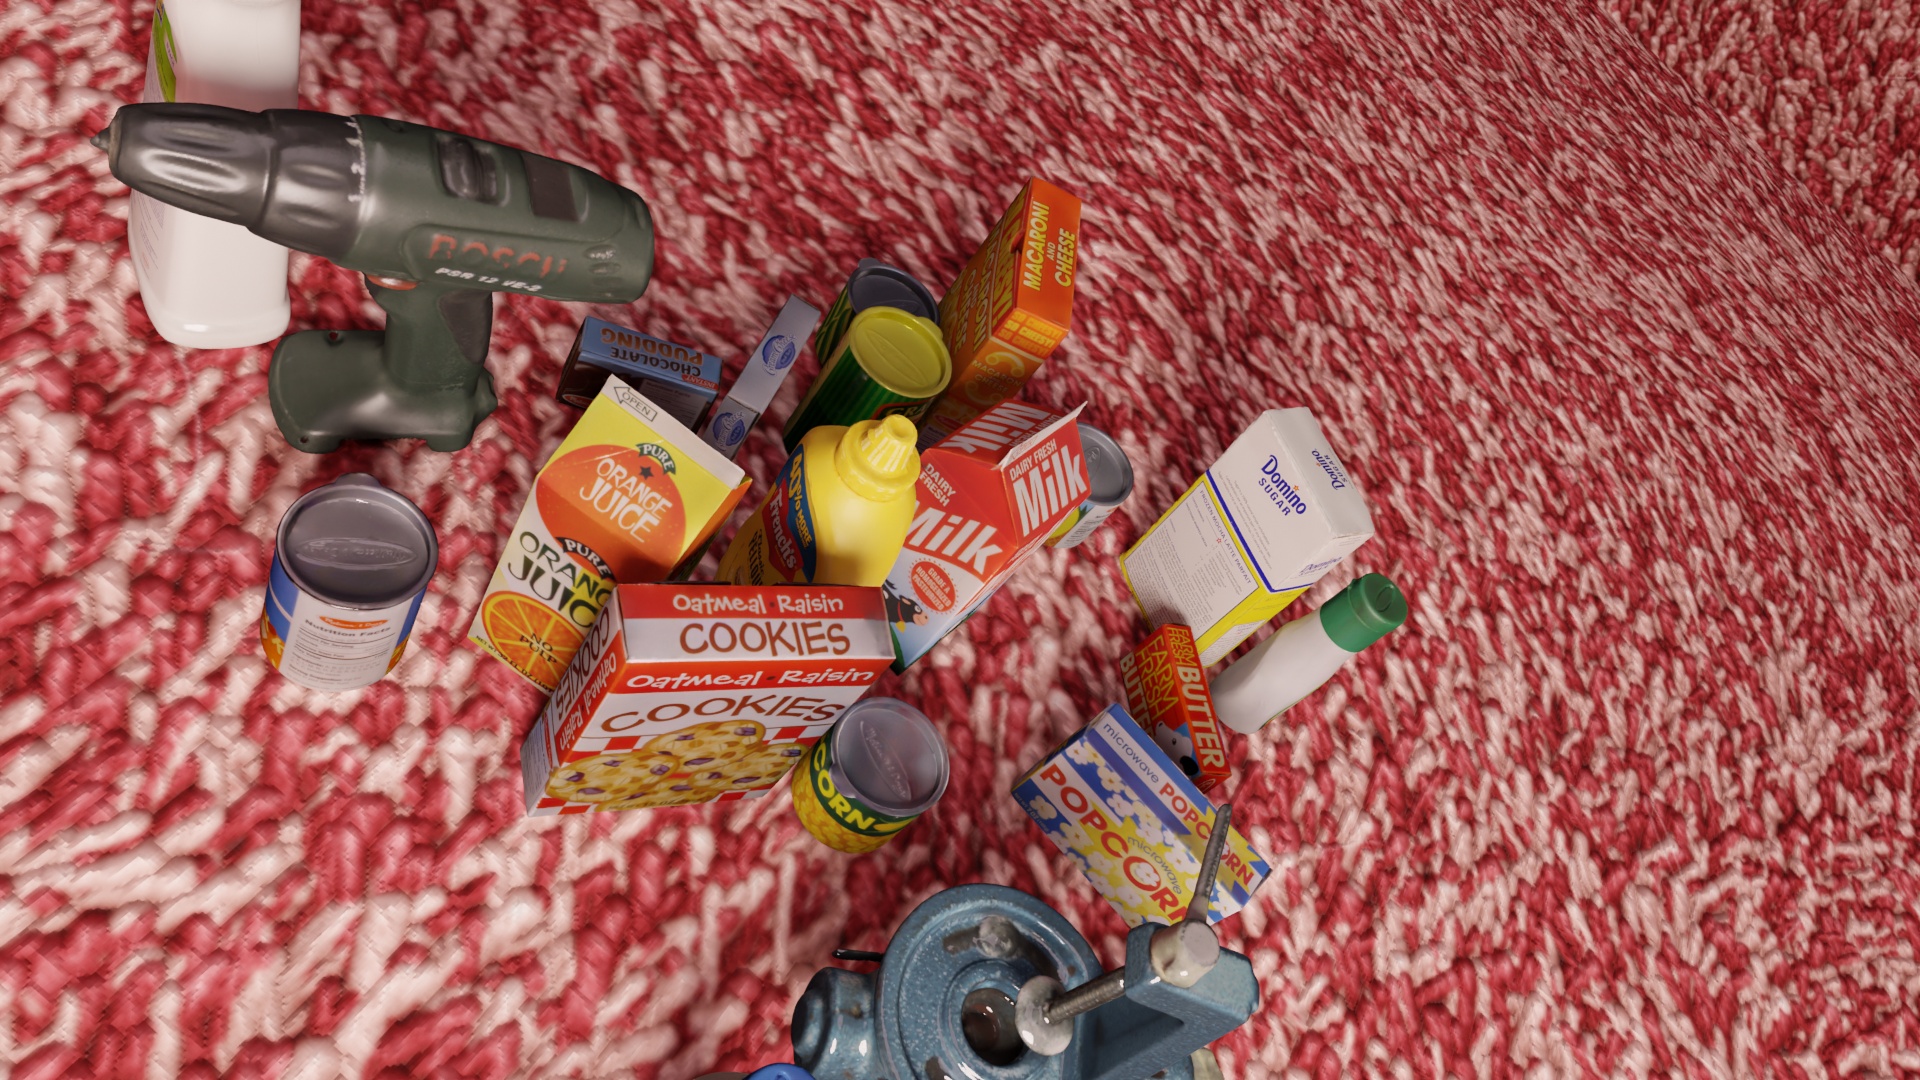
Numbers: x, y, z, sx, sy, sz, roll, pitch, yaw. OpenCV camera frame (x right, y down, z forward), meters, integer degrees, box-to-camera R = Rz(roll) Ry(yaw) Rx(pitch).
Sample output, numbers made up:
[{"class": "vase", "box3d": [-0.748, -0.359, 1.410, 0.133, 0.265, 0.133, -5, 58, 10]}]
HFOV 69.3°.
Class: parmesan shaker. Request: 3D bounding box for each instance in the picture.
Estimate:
[{"class": "parmesan shaker", "box3d": [-0.056, -0.085, 0.843, 0.071, 0.102, 0.071, 17, 51, -22]}]

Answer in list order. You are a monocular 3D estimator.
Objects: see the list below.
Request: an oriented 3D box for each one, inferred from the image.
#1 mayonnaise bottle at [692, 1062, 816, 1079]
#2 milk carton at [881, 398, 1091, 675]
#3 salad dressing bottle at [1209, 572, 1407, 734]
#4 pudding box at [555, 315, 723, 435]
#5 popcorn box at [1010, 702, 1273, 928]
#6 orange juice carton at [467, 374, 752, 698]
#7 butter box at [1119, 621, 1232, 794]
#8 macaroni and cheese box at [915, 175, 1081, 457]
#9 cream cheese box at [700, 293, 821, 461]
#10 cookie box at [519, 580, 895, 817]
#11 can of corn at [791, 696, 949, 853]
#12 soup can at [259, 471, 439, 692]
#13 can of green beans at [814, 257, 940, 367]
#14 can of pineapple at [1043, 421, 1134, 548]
[{"class": "mayonnaise bottle", "box3d": [-0.097, 0.243, 0.551, 0.041, 0.147, 0.065, 8, 55, -28]}, {"class": "milk carton", "box3d": [0.003, -0.010, 0.766, 0.073, 0.189, 0.073, 48, 47, 6]}, {"class": "salad dressing bottle", "box3d": [0.217, 0.071, 0.873, 0.044, 0.147, 0.064, 45, 46, 3]}, {"class": "pudding box", "box3d": [-0.185, -0.093, 0.804, 0.084, 0.049, 0.030, 16, 52, -23]}, {"class": "popcorn box", "box3d": [0.098, 0.161, 0.776, 0.127, 0.084, 0.038, 47, 47, 5]}, {"class": "orange juice carton", "box3d": [-0.162, -0.001, 0.654, 0.072, 0.191, 0.073, 37, 46, -4]}, {"class": "butter box", "box3d": [0.131, 0.108, 0.858, 0.024, 0.053, 0.104, 8, 55, -28]}, {"class": "macaroni and cheese box", "box3d": [0.014, -0.129, 0.875, 0.040, 0.165, 0.124, 23, 49, -18]}, {"class": "cream cheese box", "box3d": [-0.121, -0.099, 0.846, 0.024, 0.053, 0.104, 31, 47, -10]}, {"class": "cookie box", "box3d": [-0.121, 0.075, 0.643, 0.123, 0.166, 0.040, 2, 58, -32]}, {"class": "can of corn", "box3d": [-0.050, 0.125, 0.727, 0.071, 0.058, 0.071, 17, 51, -22]}, {"class": "soup can", "box3d": [-0.282, 0.020, 0.638, 0.071, 0.083, 0.072, 17, 51, -22]}, {"class": "can of green beans", "box3d": [-0.055, -0.138, 0.913, 0.071, 0.057, 0.071, 17, 51, -22]}, {"class": "can of pineapple", "box3d": [0.071, -0.038, 0.921, 0.071, 0.057, 0.071, 17, 51, -22]}]
